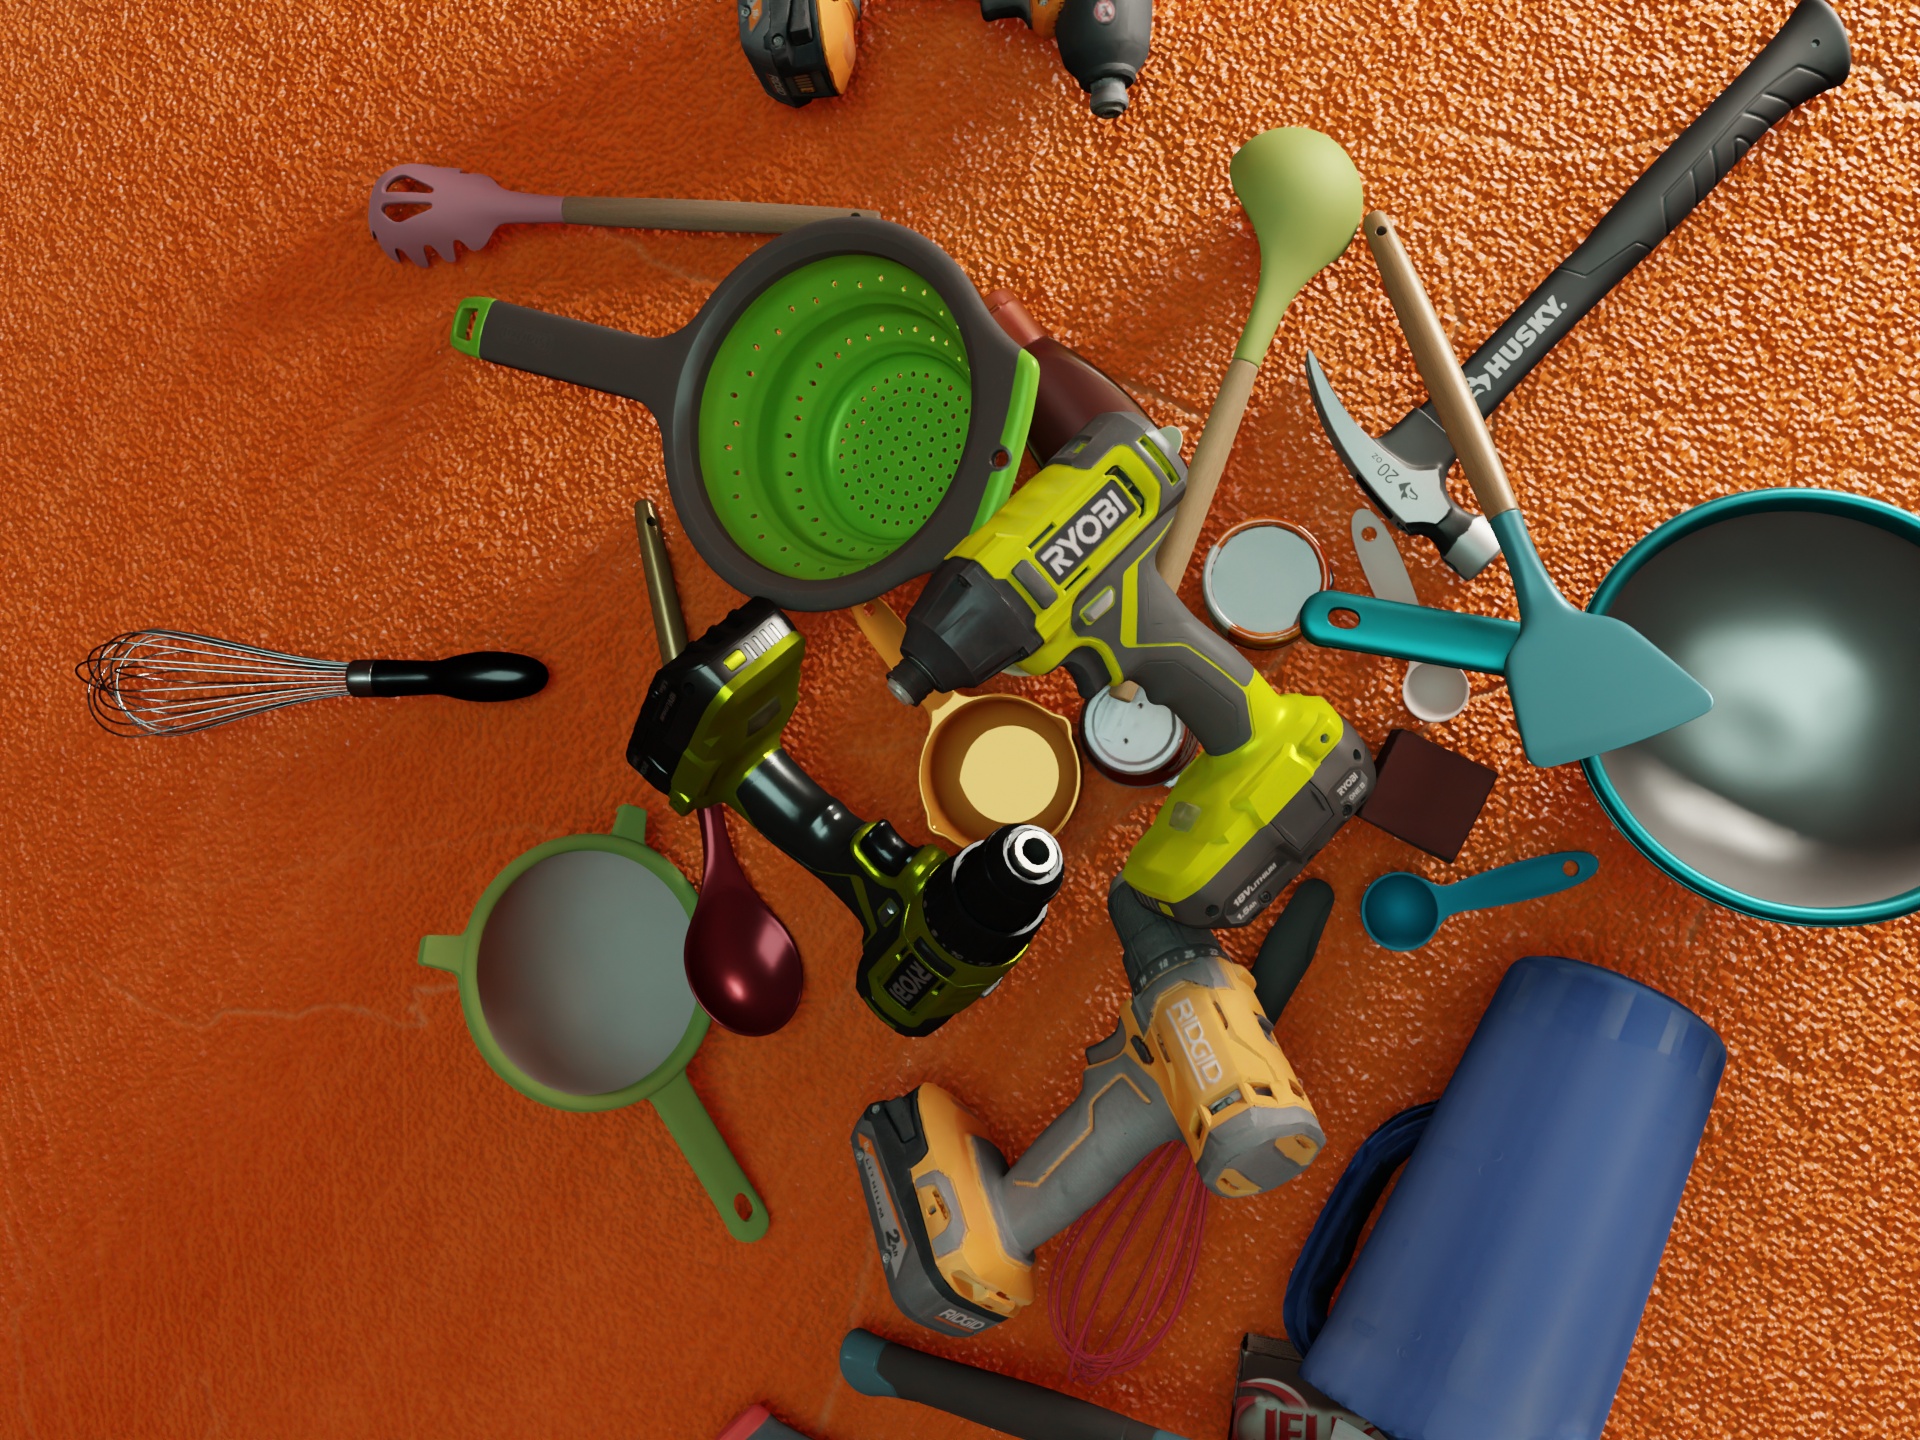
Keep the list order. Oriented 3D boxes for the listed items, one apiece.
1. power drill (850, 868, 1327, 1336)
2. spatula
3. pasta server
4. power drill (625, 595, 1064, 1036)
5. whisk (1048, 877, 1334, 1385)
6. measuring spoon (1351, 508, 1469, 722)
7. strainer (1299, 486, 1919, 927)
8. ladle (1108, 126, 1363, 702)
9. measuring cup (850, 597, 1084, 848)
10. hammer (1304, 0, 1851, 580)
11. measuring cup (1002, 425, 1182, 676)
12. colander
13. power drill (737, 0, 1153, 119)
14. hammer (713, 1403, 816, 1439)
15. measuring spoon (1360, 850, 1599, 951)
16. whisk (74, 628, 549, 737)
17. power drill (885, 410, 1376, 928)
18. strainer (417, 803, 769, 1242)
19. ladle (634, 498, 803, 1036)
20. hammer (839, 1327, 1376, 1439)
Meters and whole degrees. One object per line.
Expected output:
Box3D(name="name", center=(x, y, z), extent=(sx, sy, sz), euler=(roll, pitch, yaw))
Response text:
Box3D(name="power drill", center=(0.055, 0.191, 0.825), extent=(0.226, 0.084, 0.186), euler=(-34, 46, 14))
Box3D(name="spatula", center=(0.256, -0.126, 0.771), extent=(0.082, 0.044, 0.318), euler=(-20, 69, 10))
Box3D(name="pasta server", center=(-0.202, -0.295, 0.931), extent=(0.316, 0.040, 0.060), euler=(4, 89, 6))
Box3D(name="power drill", center=(-0.056, 0.049, 0.813), extent=(0.228, 0.190, 0.080), euler=(43, 56, 5))
Box3D(name="whisk", center=(0.126, 0.217, 0.845), extent=(0.073, 0.073, 0.296), euler=(27, 88, 9))
Box3D(name="measuring spoon", center=(0.238, -0.057, 0.856), extent=(0.034, 0.018, 0.124), euler=(-21, 78, 8))
Box3D(name="strainer", center=(0.340, -0.012, 0.795), extent=(0.340, 0.095, 0.211), euler=(11, 79, 14))
Box3D(name="ladle", center=(0.134, -0.161, 0.837), extent=(0.078, 0.062, 0.320), euler=(21, 88, -20))
Box3D(name="measuring cup", center=(-0.001, -0.003, 0.875), extent=(0.095, 0.052, 0.174), euler=(-39, 81, 7))
Box3D(name="hammer", center=(0.329, -0.242, 0.833), extent=(0.146, 0.035, 0.335), euler=(44, 95, 7))
Box3D(name="measuring cup", center=(0.065, -0.094, 0.845), extent=(0.083, 0.038, 0.167), euler=(48, 118, 9))
Box3D(name="colander", center=(-0.120, -0.179, 0.891), extent=(0.397, 0.094, 0.204), euler=(19, 96, 28))
Box3D(name="power drill", center=(-0.005, -0.403, 0.873), extent=(0.226, 0.084, 0.164), euler=(-5, 88, 6))
Box3D(name="hammer", center=(0.042, 0.465, 0.860), extent=(0.386, 0.038, 0.143), euler=(13, 92, 10))
Box3D(name="measuring spoon", center=(0.274, 0.091, 0.845), extent=(0.128, 0.021, 0.042), euler=(-14, 85, 0))
Box3D(name="whisk", center=(-0.382, -0.024, 0.941), extent=(0.284, 0.070, 0.070), euler=(0, 88, 4))
Box3D(name="power drill", center=(0.083, -0.011, 0.769), extent=(0.171, 0.080, 0.223), euler=(-45, 107, -11))
Box3D(name="strainer", center=(-0.190, 0.186, 0.896), extent=(0.069, 0.151, 0.256), euler=(-15, 107, 50))
Box3D(name="ladle", center=(-0.150, 0.024, 0.907), extent=(0.069, 0.031, 0.315), euler=(-8, 81, -33))
Box3D(name="hammer", center=(0.087, 0.368, 0.807), extent=(0.331, 0.128, 0.033), euler=(5, 45, 27))
